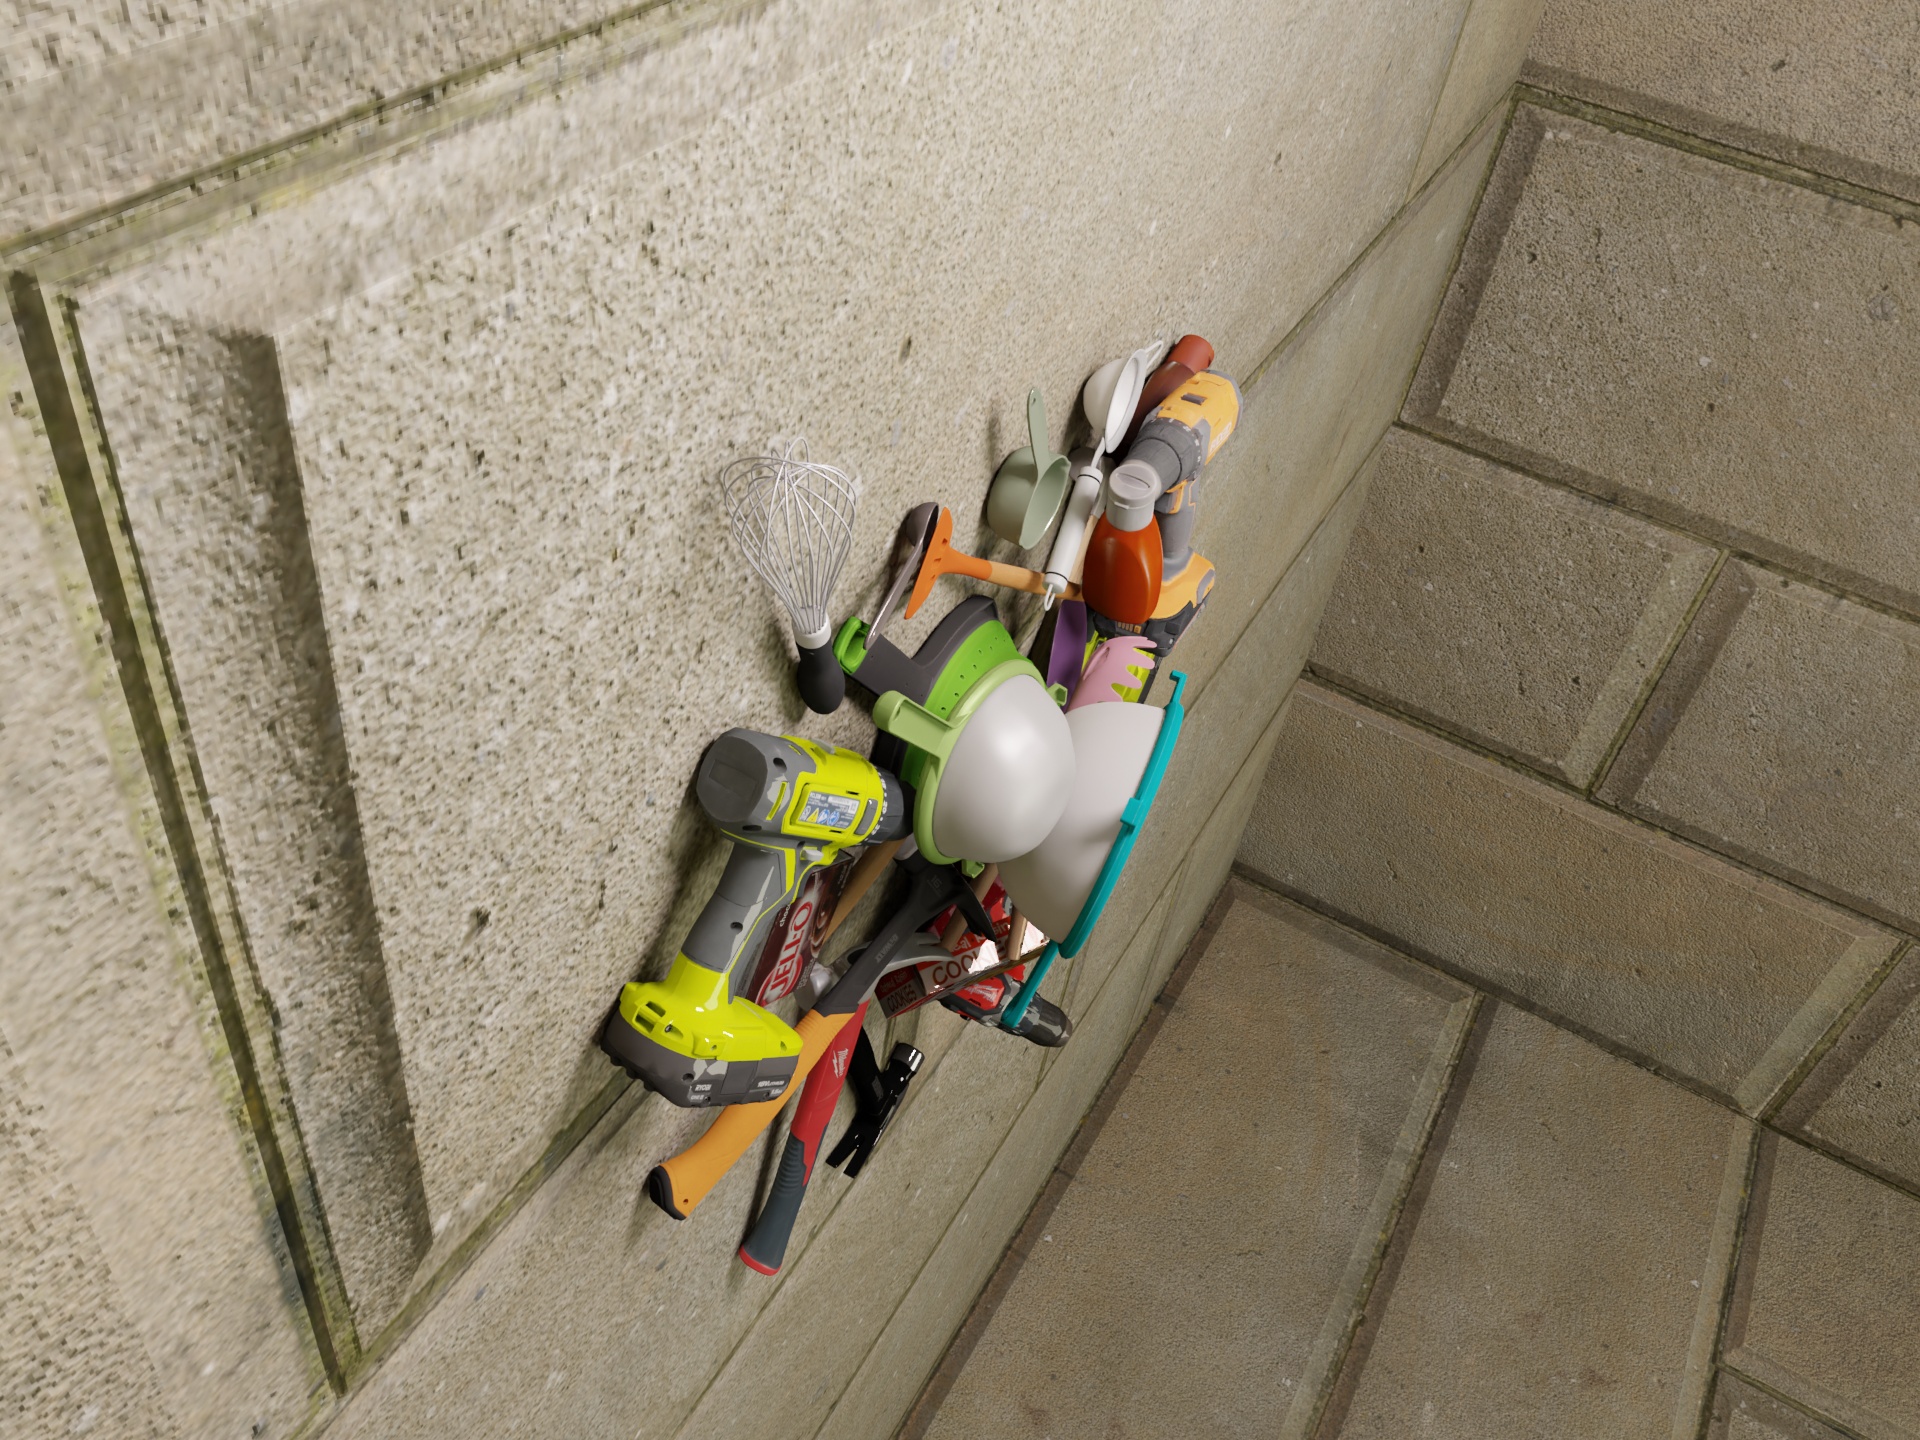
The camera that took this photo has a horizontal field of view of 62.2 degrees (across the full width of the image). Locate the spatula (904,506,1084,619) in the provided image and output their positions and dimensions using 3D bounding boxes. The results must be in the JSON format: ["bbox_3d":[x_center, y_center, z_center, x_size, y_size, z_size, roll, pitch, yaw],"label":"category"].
[{"bbox_3d":[0.036,-0.107,1.205,0.322,0.041,0.081,3,110,-61],"label":"spatula"}]

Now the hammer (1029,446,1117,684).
[{"bbox_3d":[0.079,-0.070,1.394,0.130,0.031,0.331,2,105,-74],"label":"hammer"}]

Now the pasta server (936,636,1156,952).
[{"bbox_3d":[0.066,0.063,1.329,0.316,0.040,0.060,-61,-160,6],"label":"pasta server"}]

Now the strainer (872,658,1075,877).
[{"bbox_3d":[0.019,0.028,1.022,0.151,0.069,0.256,-63,157,-2],"label":"strainer"}]

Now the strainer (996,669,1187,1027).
[{"bbox_3d":[0.064,0.113,1.239,0.211,0.095,0.340,-62,177,-53],"label":"strainer"}]

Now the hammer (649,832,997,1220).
[{"bbox_3d":[-0.107,0.243,1.216,0.337,0.034,0.127,-48,125,-20],"label":"hammer"}]

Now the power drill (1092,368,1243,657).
[{"bbox_3d":[0.171,-0.166,1.360,0.185,0.084,0.226,-48,153,-46],"label":"power drill"}]

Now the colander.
[{"bbox_3d":[-0.002,-0.004,1.193,0.204,0.094,0.397,-64,164,-3],"label":"colander"}]

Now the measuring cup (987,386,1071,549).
[{"bbox_3d":[0.045,-0.193,1.167,0.083,0.038,0.167,-58,160,-22],"label":"measuring cup"}]

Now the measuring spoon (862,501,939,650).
[{"bbox_3d":[-0.043,-0.096,1.041,0.034,0.018,0.124,96,16,-58],"label":"measuring spoon"}]

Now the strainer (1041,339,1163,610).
[{"bbox_3d":[0.103,-0.200,1.261,0.086,0.050,0.258,74,33,-66],"label":"strainer"}]

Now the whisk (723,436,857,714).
[{"bbox_3d":[-0.089,-0.069,0.911,0.070,0.070,0.284,-58,168,-21],"label":"whisk"}]

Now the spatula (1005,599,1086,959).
[{"bbox_3d":[0.073,0.052,1.367,0.059,0.018,0.316,2,99,-58],"label":"spatula"}]

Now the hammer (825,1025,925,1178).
[{"bbox_3d":[-0.095,0.331,1.502,0.146,0.035,0.334,-59,162,-22],"label":"hammer"}]

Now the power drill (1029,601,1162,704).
[{"bbox_3d":[0.118,-0.036,1.558,0.171,0.080,0.223,-68,160,7],"label":"power drill"}]

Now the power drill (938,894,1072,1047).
[{"bbox_3d":[0.068,0.201,1.579,0.227,0.187,0.080,-63,-157,-11],"label":"power drill"}]

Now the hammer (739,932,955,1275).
[{"bbox_3d":[-0.116,0.342,1.378,0.143,0.038,0.386,-10,132,-38],"label":"hammer"}]

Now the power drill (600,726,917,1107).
[{"bbox_3d":[-0.116,0.121,1.004,0.190,0.080,0.228,18,97,-58],"label":"power drill"}]

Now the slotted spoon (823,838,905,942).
[{"bbox_3d":[-0.054,0.093,1.156,0.313,0.031,0.070,-51,145,16],"label":"slotted spoon"}]
